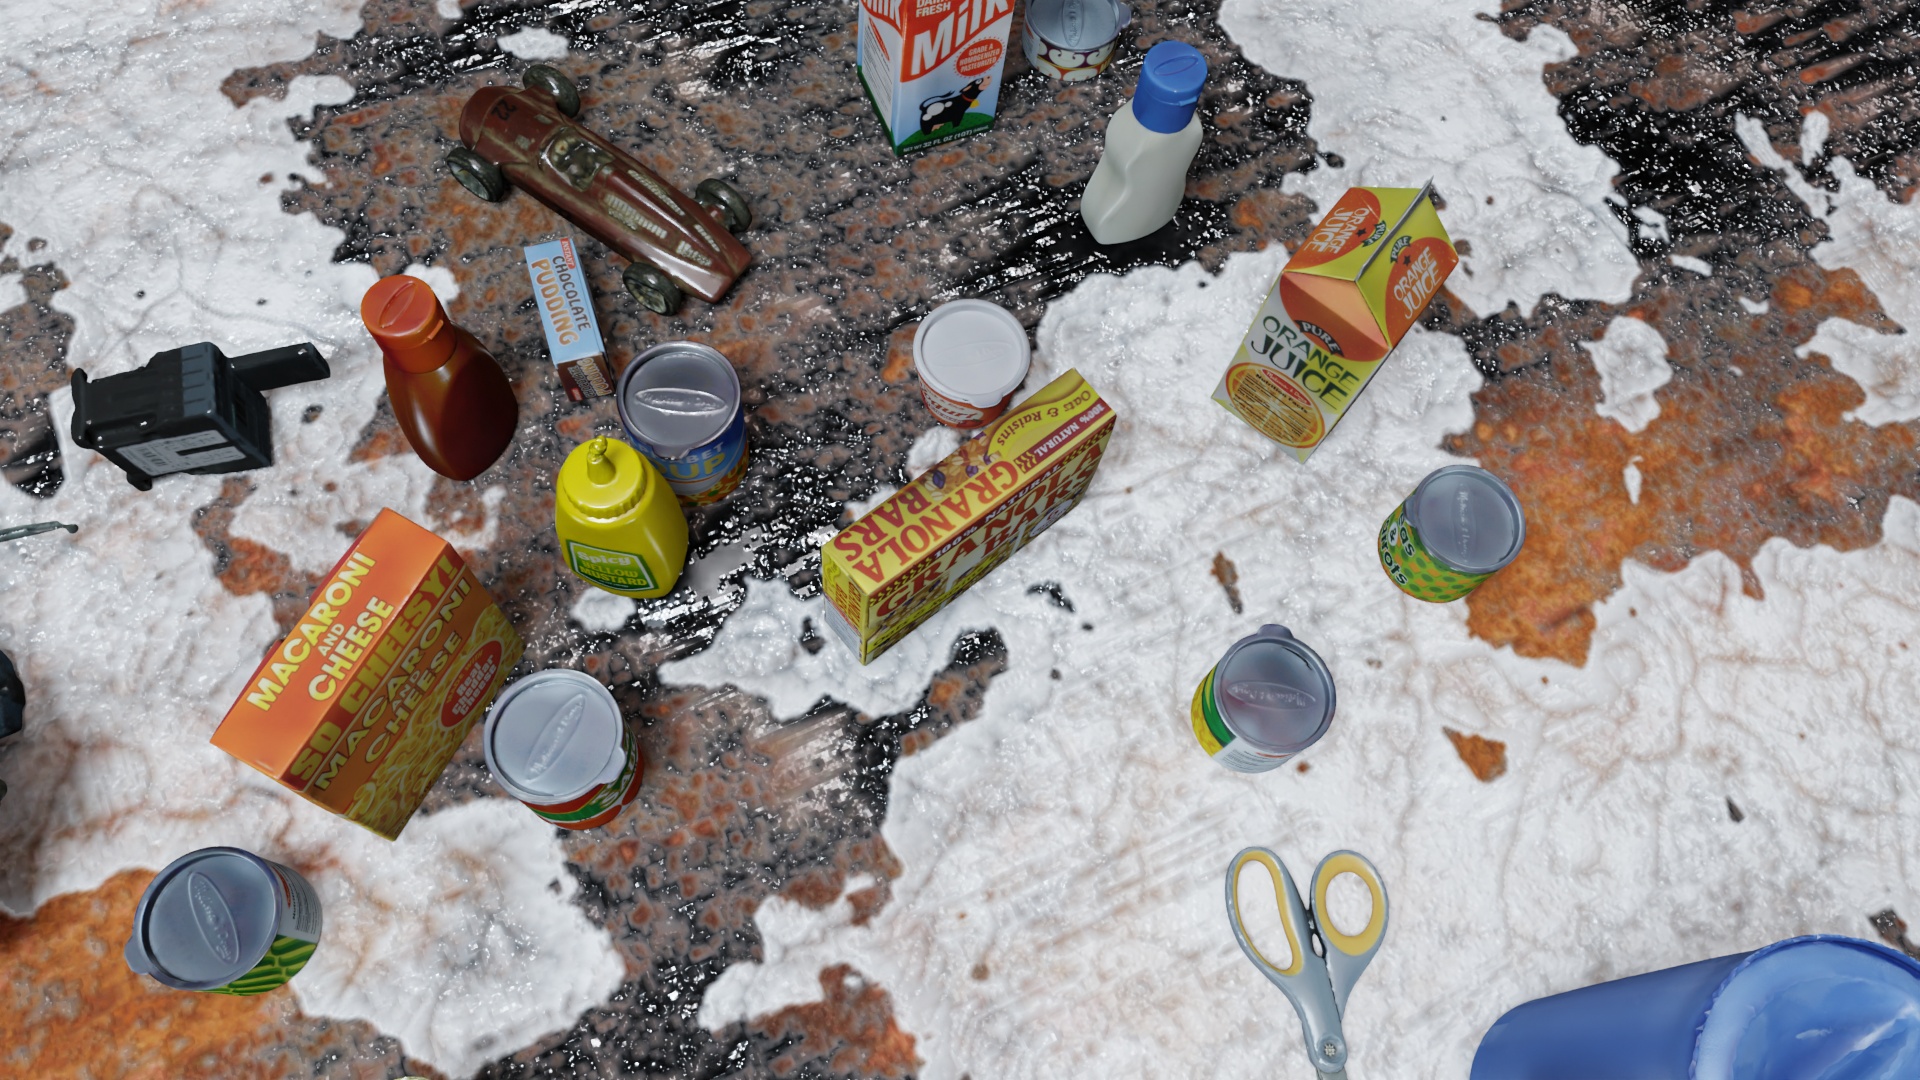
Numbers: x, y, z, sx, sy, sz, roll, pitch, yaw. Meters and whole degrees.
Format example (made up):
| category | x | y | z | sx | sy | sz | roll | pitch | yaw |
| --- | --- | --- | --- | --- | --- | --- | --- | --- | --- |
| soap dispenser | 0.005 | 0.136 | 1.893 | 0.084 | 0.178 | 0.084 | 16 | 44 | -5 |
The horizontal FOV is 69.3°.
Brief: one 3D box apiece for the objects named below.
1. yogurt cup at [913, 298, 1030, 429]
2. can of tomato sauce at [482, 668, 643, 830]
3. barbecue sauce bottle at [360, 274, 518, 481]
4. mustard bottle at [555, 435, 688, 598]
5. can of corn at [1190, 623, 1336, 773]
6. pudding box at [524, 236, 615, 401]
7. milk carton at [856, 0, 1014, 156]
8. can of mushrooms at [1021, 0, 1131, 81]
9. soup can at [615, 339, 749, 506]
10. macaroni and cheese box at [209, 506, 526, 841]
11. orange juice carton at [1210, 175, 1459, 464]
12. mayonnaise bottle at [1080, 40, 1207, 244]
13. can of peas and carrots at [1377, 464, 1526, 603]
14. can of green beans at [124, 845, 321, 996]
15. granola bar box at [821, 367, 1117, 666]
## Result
| category | x | y | z | sx | sy | sz | roll | pitch | yaw |
| --- | --- | --- | --- | --- | --- | --- | --- | --- | --- |
| yogurt cup | 0.005 | -0.101 | 0.824 | 0.072 | 0.053 | 0.072 | 2 | 68 | -4 |
| can of tomato sauce | -0.197 | 0.109 | 0.707 | 0.071 | 0.082 | 0.071 | 2 | 69 | -4 |
| barbecue sauce bottle | -0.278 | -0.088 | 0.742 | 0.044 | 0.148 | 0.065 | 26 | 69 | 5 |
| mustard bottle | -0.179 | -0.015 | 0.716 | 0.065 | 0.159 | 0.049 | 11 | 68 | -1 |
| can of corn | 0.164 | 0.088 | 0.761 | 0.071 | 0.058 | 0.071 | 2 | 68 | -4 |
| pudding box | -0.229 | -0.130 | 0.817 | 0.030 | 0.049 | 0.084 | -16 | 71 | -11 |
| milk carton | -0.015 | -0.325 | 0.838 | 0.072 | 0.189 | 0.073 | -20 | 72 | -12 |
| can of mushrooms | 0.077 | -0.346 | 0.939 | 0.071 | 0.033 | 0.071 | 2 | 68 | -4 |
| soup can | -0.154 | -0.061 | 0.778 | 0.071 | 0.083 | 0.071 | 2 | 69 | -4 |
| macaroni and cheese box | -0.277 | 0.070 | 0.670 | 0.040 | 0.165 | 0.124 | 27 | 69 | 6 |
| orange juice carton | 0.210 | -0.125 | 0.777 | 0.073 | 0.192 | 0.072 | 38 | 71 | 10 |
| mayonnaise bottle | 0.114 | -0.237 | 0.837 | 0.065 | 0.147 | 0.041 | -22 | 72 | -13 |
| can of peas and carrots | 0.281 | -0.003 | 0.807 | 0.071 | 0.058 | 0.071 | 2 | 69 | -4 |
| can of green beans | -0.354 | 0.186 | 0.676 | 0.071 | 0.057 | 0.071 | 2 | 68 | -4 |
| granola bar box | 0.003 | -0.009 | 0.750 | 0.166 | 0.123 | 0.039 | -37 | 76 | -17 |
